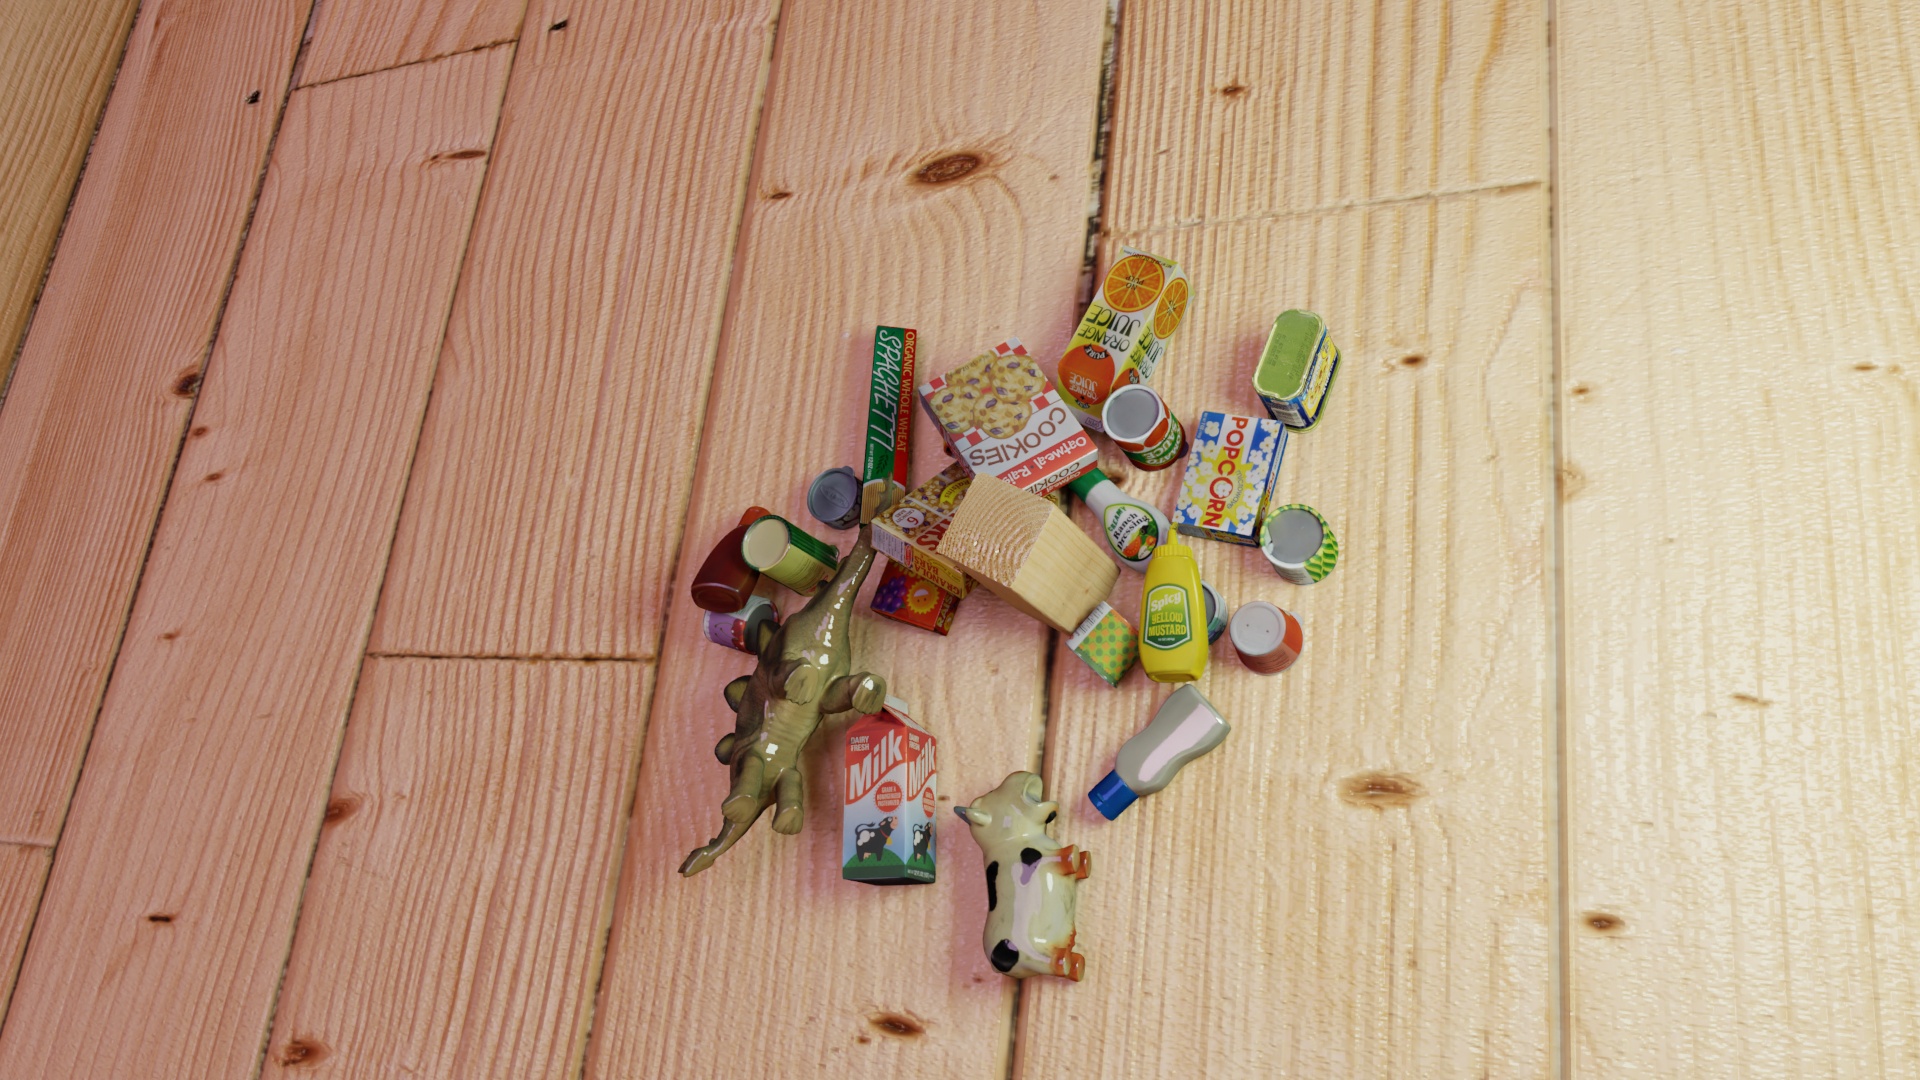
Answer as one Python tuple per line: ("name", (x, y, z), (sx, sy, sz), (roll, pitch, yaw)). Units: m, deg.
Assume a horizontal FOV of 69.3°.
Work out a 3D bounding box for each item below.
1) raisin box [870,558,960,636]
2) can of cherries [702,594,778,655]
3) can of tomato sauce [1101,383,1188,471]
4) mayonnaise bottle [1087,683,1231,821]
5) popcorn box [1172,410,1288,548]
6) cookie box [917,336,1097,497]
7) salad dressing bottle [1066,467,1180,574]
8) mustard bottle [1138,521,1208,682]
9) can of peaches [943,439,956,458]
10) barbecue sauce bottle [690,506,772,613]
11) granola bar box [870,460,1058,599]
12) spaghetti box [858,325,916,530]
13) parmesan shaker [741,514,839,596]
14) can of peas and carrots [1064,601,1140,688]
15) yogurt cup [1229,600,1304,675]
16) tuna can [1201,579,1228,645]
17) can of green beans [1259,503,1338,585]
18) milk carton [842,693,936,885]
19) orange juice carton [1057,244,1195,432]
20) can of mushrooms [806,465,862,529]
("raisin box", (-0.036, 0.033, 1.512), (0.086, 0.040, 0.123), (16, 79, 28))
("can of cherries", (-0.248, 0.094, 1.576), (0.058, 0.071, 0.071), (14, 78, 28))
("can of tomato sauce", (0.191, -0.115, 1.435), (0.071, 0.083, 0.071), (-9, 68, 23))
("mayonnaise bottle", (0.188, 0.209, 1.342), (0.148, 0.041, 0.065), (-44, 58, 6))
("popcorn box", (0.273, -0.063, 1.403), (0.085, 0.038, 0.127), (11, 77, 28))
("cookie box", (0.050, -0.119, 1.458), (0.123, 0.040, 0.168), (-28, 64, -9))
("salad dressing bottle", (0.165, -0.026, 1.436), (0.064, 0.044, 0.148), (-52, 56, 16))
("mustard bottle", (0.205, 0.056, 1.344), (0.065, 0.048, 0.161), (-6, 69, 21))
("can of peaches", (0.013, -0.127, 1.530), (0.071, 0.071, 0.058), (-10, 69, 22))
("barbecue sauce bottle", (-0.252, 0.019, 1.577), (0.065, 0.043, 0.149), (4, 39, 12))
("granola bar box", (0.005, -0.018, 1.454), (0.124, 0.038, 0.166), (29, 46, 27))
("spaghetti box", (-0.082, -0.130, 1.589), (0.050, 0.028, 0.251), (5, 71, -5))
("parmesan shaker", (-0.189, 0.015, 1.553), (0.071, 0.103, 0.071), (-9, 68, 22))
("can of peas and carrots", (0.149, 0.104, 1.385), (0.058, 0.071, 0.071), (-49, 59, 2))
("yogurt cup", (0.290, 0.090, 1.329), (0.072, 0.054, 0.072), (-9, 69, 23))
("tuna can", (0.227, 0.073, 1.377), (0.071, 0.032, 0.071), (-9, 68, 22))
("can of green beans", (0.327, 0.004, 1.341), (0.071, 0.057, 0.071), (-9, 68, 22))
("milk carton", (-0.072, 0.253, 1.427), (0.073, 0.072, 0.191), (-9, 68, 23))
("orange juice carton", (0.169, -0.210, 1.486), (0.072, 0.073, 0.193), (26, 84, 30))
("can of mushrooms", (-0.138, -0.049, 1.594), (0.071, 0.033, 0.071), (-9, 68, 23))
